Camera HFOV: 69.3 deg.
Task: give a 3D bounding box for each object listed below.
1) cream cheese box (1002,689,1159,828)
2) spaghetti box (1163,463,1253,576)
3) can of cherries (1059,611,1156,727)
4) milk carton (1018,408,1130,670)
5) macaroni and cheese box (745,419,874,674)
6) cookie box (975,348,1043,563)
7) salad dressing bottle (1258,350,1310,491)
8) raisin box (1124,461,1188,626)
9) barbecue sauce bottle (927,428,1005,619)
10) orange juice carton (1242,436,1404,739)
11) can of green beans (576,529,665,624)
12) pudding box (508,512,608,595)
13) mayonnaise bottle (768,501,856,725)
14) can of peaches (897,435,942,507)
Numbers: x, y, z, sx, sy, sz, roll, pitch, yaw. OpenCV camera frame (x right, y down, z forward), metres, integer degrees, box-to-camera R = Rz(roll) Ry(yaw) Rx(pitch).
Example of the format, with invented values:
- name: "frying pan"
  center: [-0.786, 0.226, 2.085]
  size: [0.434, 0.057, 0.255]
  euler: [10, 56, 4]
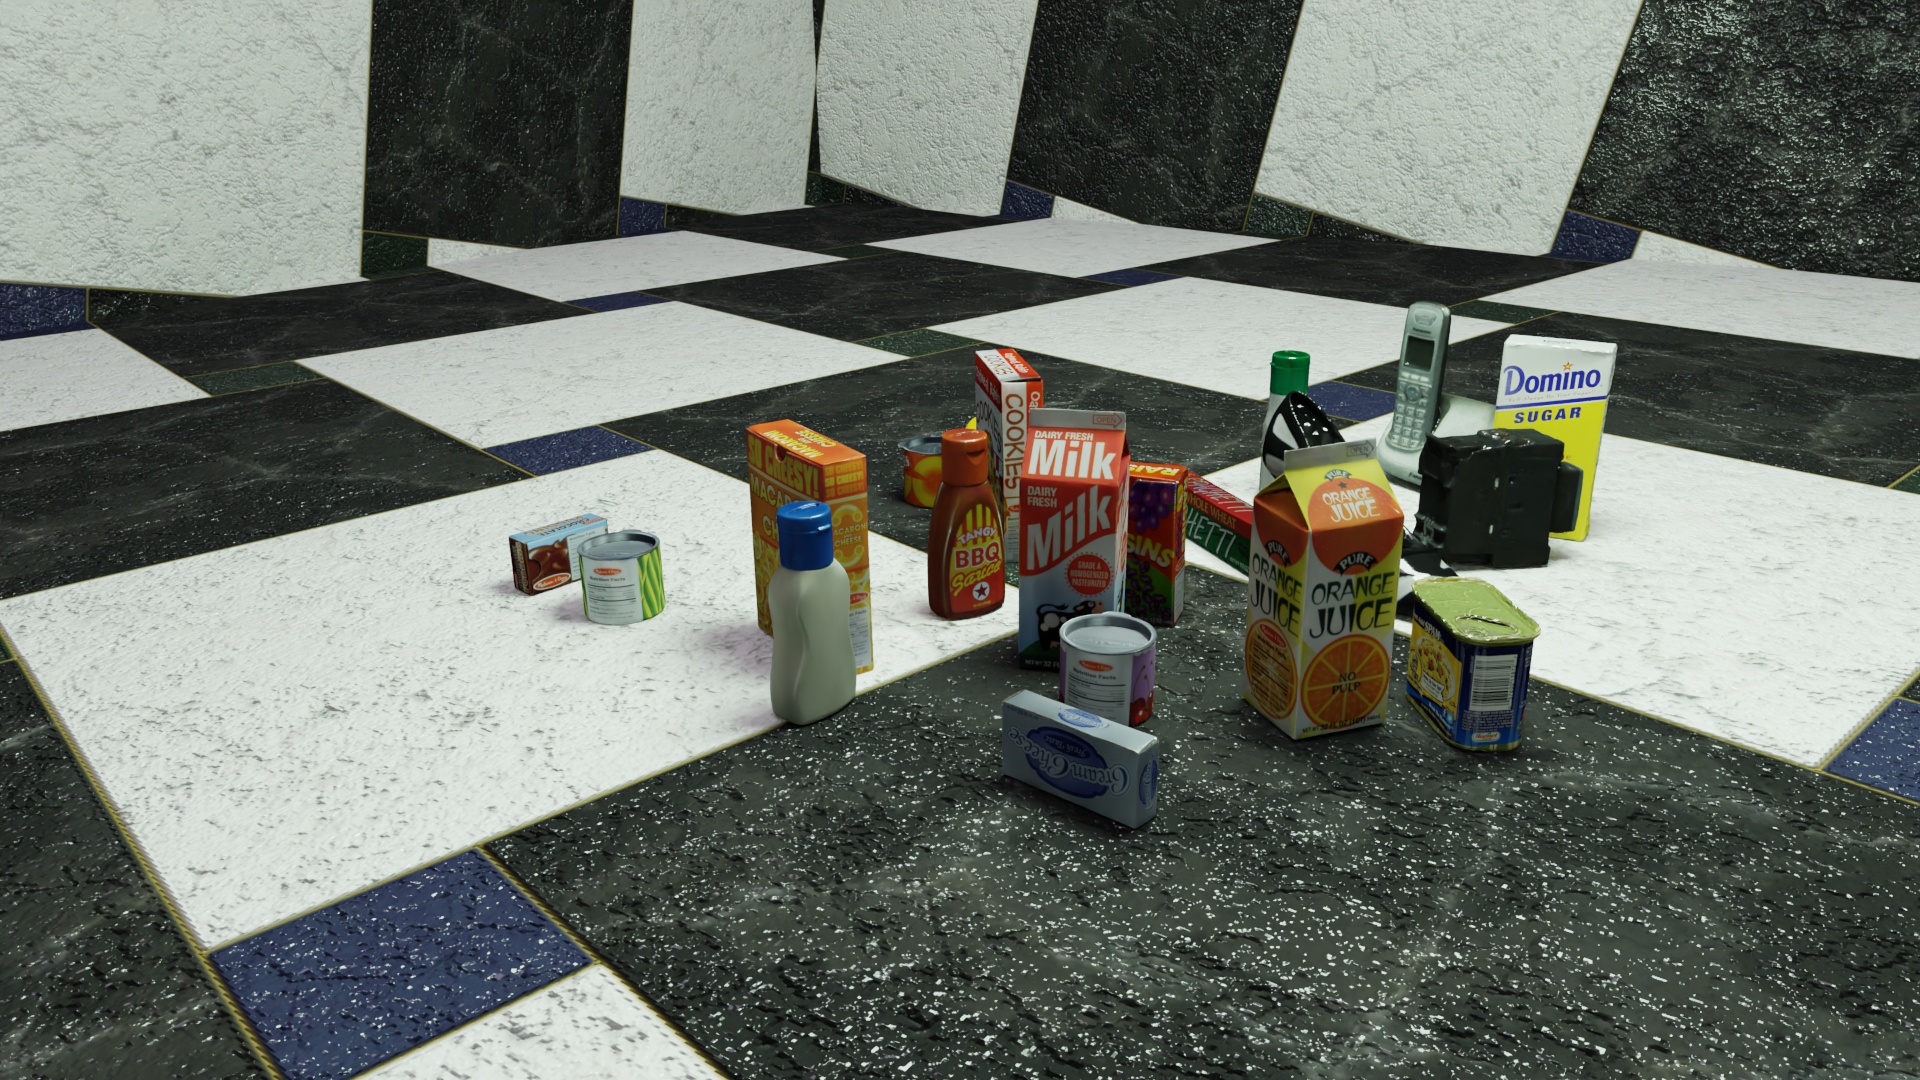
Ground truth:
- name: "cream cheese box"
  center: [0.072, 0.132, 0.847]
  size: [0.104, 0.053, 0.024]
  euler: [16, 26, 38]
- name: "spaghetti box"
  center: [0.238, -0.012, 1.234]
  size: [0.029, 0.050, 0.250]
  euler: [-8, 21, -19]
- name: "can of cherries"
  center: [0.102, 0.089, 0.956]
  size: [0.071, 0.058, 0.072]
  euler: [-1, 20, 0]
- name: "milk carton"
  center: [0.084, -0.004, 1.017]
  size: [0.072, 0.189, 0.074]
  euler: [3, 20, 12]
- name: "macaroni and cheese box"
  center: [-0.114, 0.005, 1.038]
  size: [0.040, 0.165, 0.124]
  euler: [-14, 23, -31]
- name: "cookie box"
  center: [0.044, -0.080, 1.258]
  size: [0.040, 0.166, 0.123]
  euler: [-4, 20, -9]
- name: "salad dressing bottle"
  center: [0.319, -0.110, 1.357]
  size: [0.044, 0.147, 0.064]
  euler: [-3, 20, -6]
- name: "raisin box"
  center: [0.133, 0.001, 1.099]
  size: [0.086, 0.123, 0.040]
  euler: [7, 21, 22]
- name: "barbecue sauce bottle"
  center: [0.004, -0.014, 1.109]
  size: [0.065, 0.148, 0.044]
  euler: [-13, 23, -30]
- name: "orange juice carton"
  center: [0.239, 0.028, 0.921]
  size: [0.072, 0.192, 0.073]
  euler: [-8, 21, -18]
- name: "can of green beans"
  center: [-0.276, 0.030, 1.134]
  size: [0.071, 0.057, 0.071]
  euler: [-1, 20, 0]
- name: "pudding box"
  center: [-0.345, 0.011, 1.202]
  size: [0.030, 0.049, 0.084]
  euler: [16, 26, 39]
- name: "mayonnaise bottle"
  center: [-0.103, 0.048, 0.947]
  size: [0.041, 0.147, 0.065]
  euler: [14, 25, 36]
- name: "can of peaches"
  center: [-0.026, -0.069, 1.391]
  size: [0.071, 0.057, 0.071]
  euler: [-1, 20, 0]
